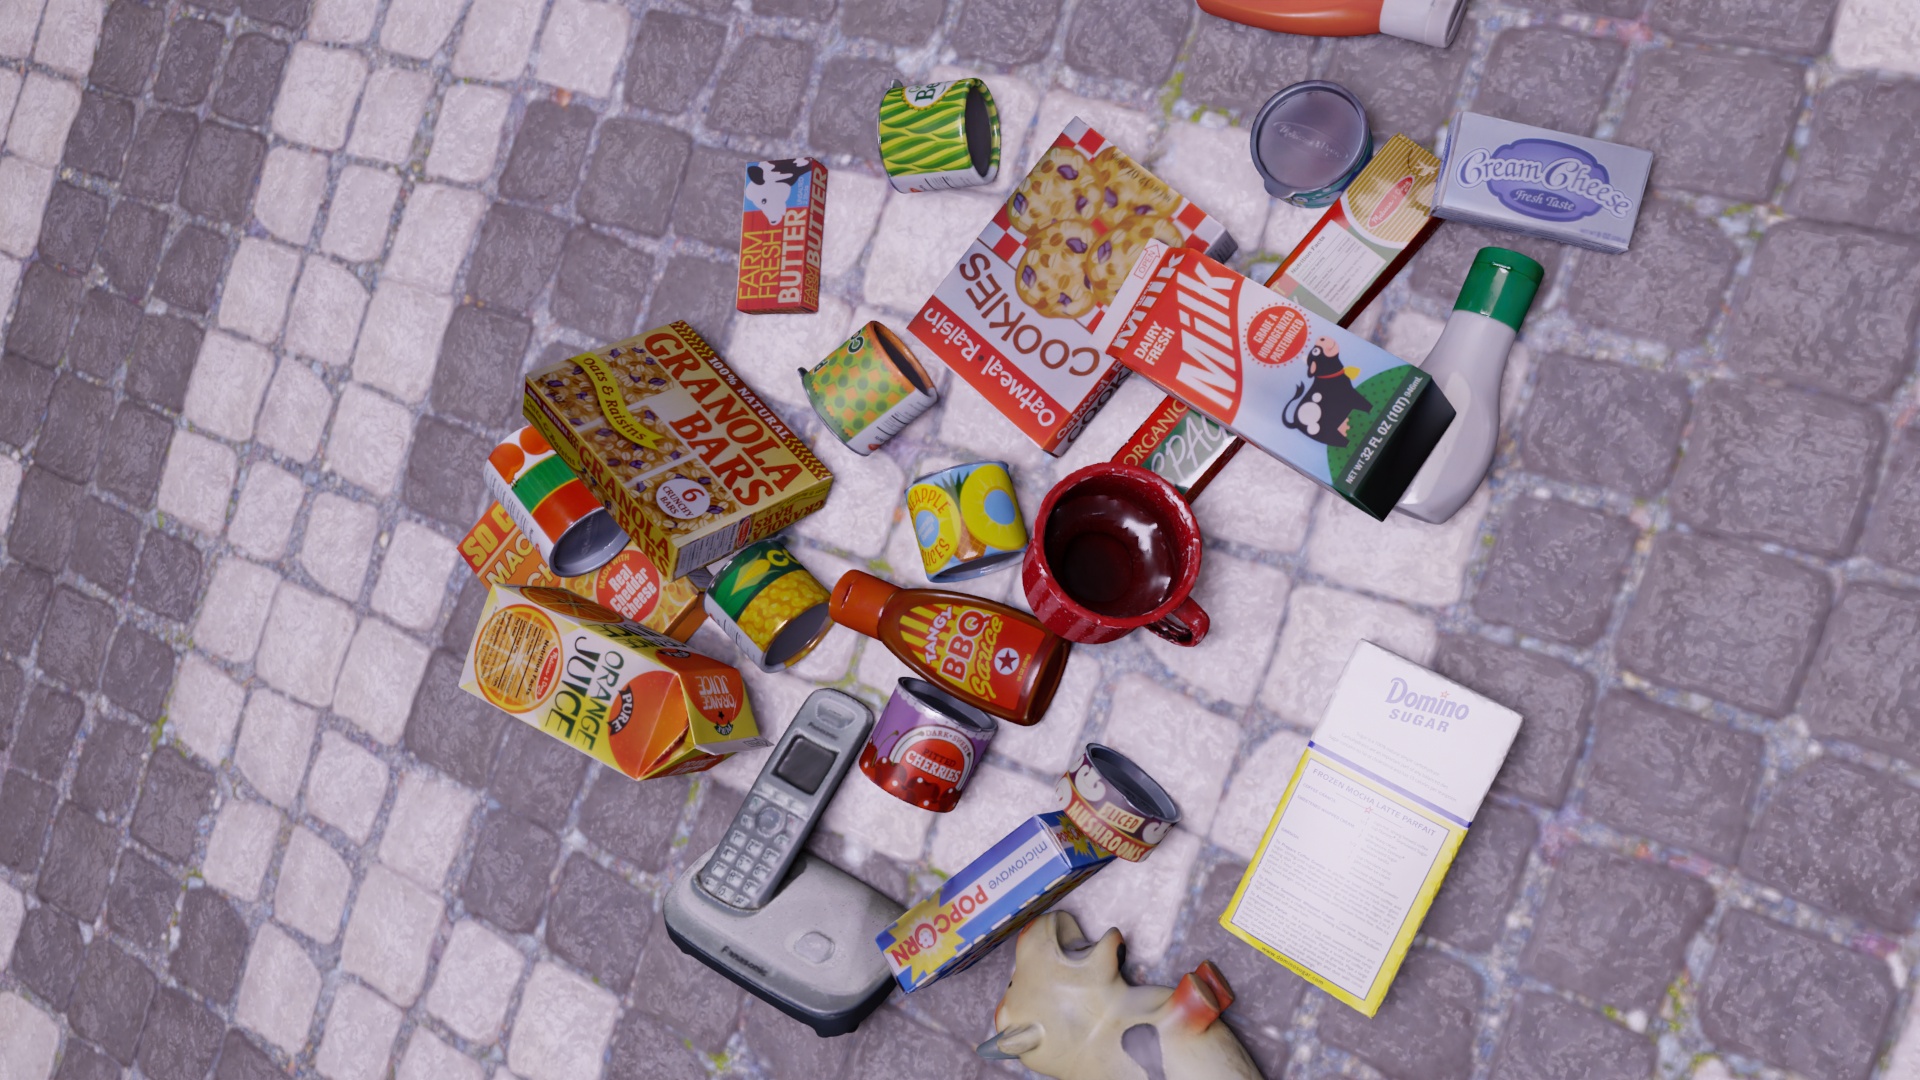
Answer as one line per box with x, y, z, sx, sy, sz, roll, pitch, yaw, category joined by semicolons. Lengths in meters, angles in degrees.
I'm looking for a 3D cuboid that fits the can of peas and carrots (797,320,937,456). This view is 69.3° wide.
-0.058;-0.098;0.874;0.058;0.071;0.071;-37;72;15;can of peas and carrots

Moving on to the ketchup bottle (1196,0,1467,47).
0.213;-0.319;0.797;0.149;0.043;0.064;25;95;23;ketchup bottle

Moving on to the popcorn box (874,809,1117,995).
0.023;0.204;0.797;0.126;0.085;0.038;-40;70;15;popcorn box

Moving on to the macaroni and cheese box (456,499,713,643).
-0.257;0.022;0.960;0.123;0.040;0.167;-47;70;11;macaroni and cheese box

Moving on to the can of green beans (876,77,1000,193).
-0.013;-0.254;0.873;0.058;0.071;0.071;0;85;22;can of green beans

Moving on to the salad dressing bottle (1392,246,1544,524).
0.268;-0.083;0.749;0.064;0.044;0.147;25;93;28;salad dressing bottle

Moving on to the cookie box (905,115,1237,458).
0.065;-0.152;0.844;0.123;0.040;0.167;43;100;21;cookie box

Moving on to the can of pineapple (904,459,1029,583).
0.003;-0.011;0.838;0.071;0.071;0.058;-20;77;20;can of pineapple

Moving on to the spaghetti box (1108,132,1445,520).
0.183;-0.118;0.796;0.050;0.029;0.249;45;101;21;spaghetti box

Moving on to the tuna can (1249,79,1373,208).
0.201;-0.224;0.798;0.071;0.033;0.071;-3;83;23;tuna can

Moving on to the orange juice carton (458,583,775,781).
-0.212;0.094;0.873;0.193;0.072;0.073;21;94;22;orange juice carton

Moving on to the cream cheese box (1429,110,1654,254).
0.307;-0.189;0.737;0.104;0.024;0.053;14;89;4;cream cheese box

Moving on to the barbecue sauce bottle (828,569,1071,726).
-0.010;0.059;0.850;0.149;0.043;0.065;21;85;24;barbecue sauce bottle

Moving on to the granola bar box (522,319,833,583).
-0.183;-0.062;0.896;0.166;0.125;0.038;45;140;20;granola bar box

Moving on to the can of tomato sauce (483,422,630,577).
-0.260;-0.029;0.909;0.071;0.071;0.083;-47;69;12;can of tomato sauce

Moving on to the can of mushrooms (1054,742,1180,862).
0.088;0.149;0.784;0.071;0.071;0.033;41;103;21;can of mushrooms

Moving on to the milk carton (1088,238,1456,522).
0.157;-0.093;0.742;0.191;0.073;0.072;36;98;29;milk carton

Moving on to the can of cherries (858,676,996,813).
-0.020;0.123;0.832;0.071;0.071;0.058;29;96;23;can of cherries

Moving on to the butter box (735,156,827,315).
-0.121;-0.204;0.936;0.053;0.024;0.103;1;84;24;butter box

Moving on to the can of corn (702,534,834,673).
-0.119;0.040;0.886;0.058;0.071;0.071;43;101;20;can of corn
